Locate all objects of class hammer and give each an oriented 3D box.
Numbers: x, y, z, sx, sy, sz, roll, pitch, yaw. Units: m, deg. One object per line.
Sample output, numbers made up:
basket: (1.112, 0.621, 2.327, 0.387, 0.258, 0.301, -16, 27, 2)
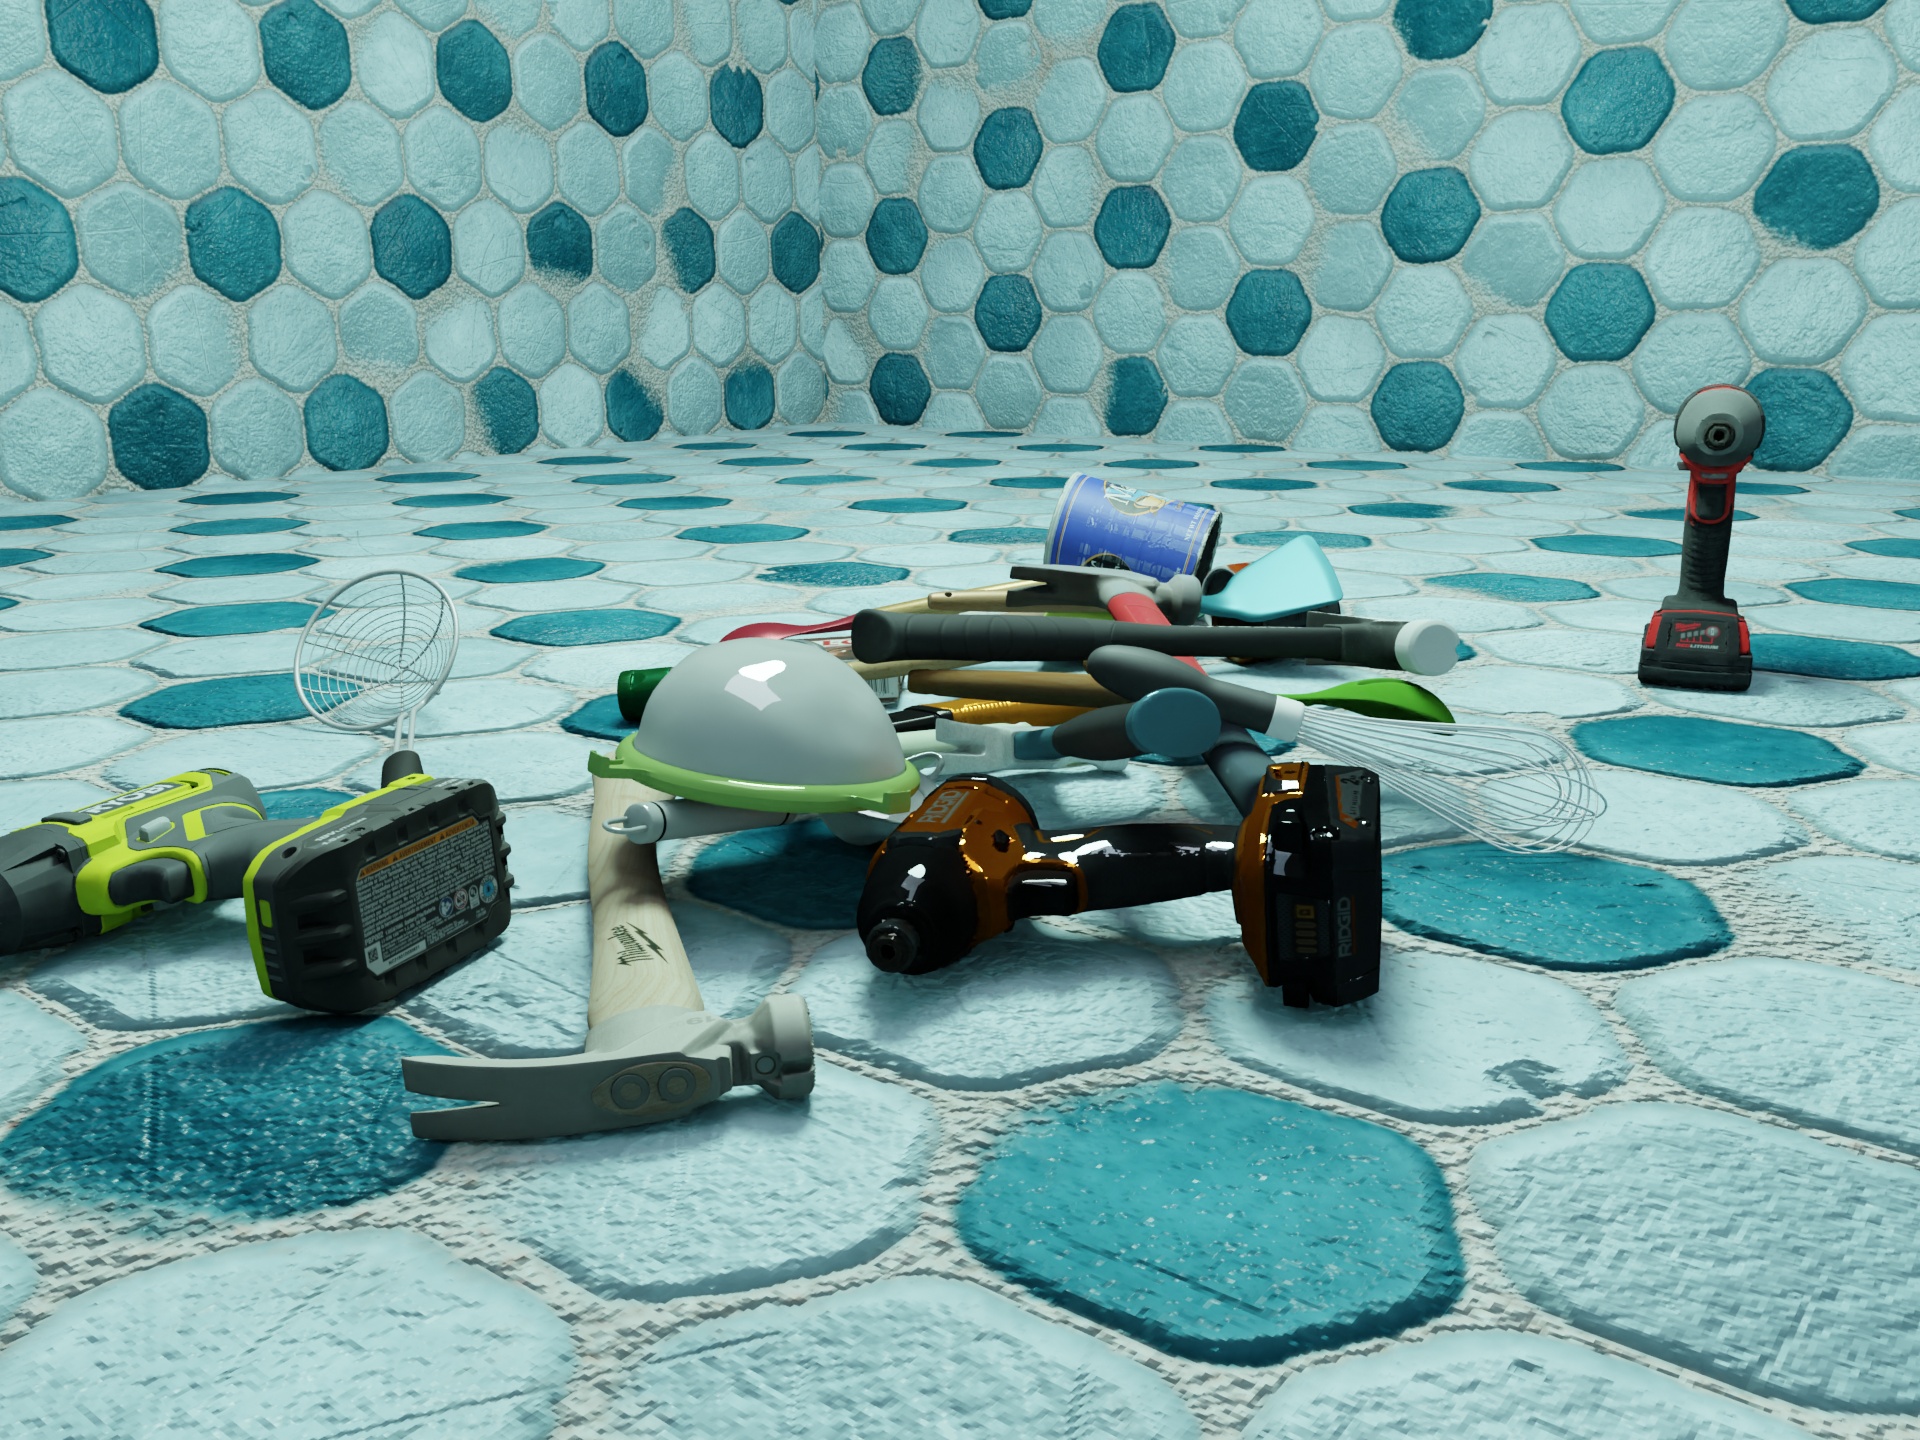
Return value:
hammer: (-0.002, -0.003, 1.075, 0.336, 0.034, 0.127, -6, 17, -19)
hammer: (-0.168, 0.082, 0.760, 0.146, 0.038, 0.411, -5, 15, -12)
hammer: (0.066, 0.009, 0.840, 0.128, 0.033, 0.331, 0, -3, -10)
hammer: (0.104, -0.047, 0.928, 0.334, 0.035, 0.146, 0, 5, -10)
hammer: (0.128, -0.023, 1.011, 0.143, 0.038, 0.387, 4, 23, -10)

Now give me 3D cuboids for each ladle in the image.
ladle: (0.023, -0.065, 1.203, 0.078, 0.062, 0.320, 2, 9, 40)
ladle: (-0.051, -0.084, 1.269, 0.315, 0.031, 0.069, -11, 9, 2)

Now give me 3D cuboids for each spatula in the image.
spatula: (0.131, -0.102, 1.220, 0.317, 0.044, 0.082, -2, 45, -13)

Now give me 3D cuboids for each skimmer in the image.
skimmer: (-0.376, -0.012, 1.016, 0.127, 0.090, 0.364, -36, 24, -5)

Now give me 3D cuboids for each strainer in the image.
strainer: (-0.088, -0.014, 0.837, 0.151, 0.069, 0.256, 7, 11, 2)
strainer: (-0.089, 0.045, 0.811, 0.087, 0.050, 0.258, 29, 16, 28)

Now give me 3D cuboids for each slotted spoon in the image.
slotted spoon: (0.127, -0.014, 0.900, 0.313, 0.031, 0.070, 3, -3, -4)

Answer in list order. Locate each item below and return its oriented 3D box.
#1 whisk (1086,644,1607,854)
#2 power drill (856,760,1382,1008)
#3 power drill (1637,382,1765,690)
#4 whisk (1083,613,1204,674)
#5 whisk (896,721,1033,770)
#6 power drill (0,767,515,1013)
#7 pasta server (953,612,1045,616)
whisk: (0.205, 0.009, 0.853, 0.284, 0.070, 0.070, 17, 17, 3)
power drill: (0.068, 0.073, 0.704, 0.226, 0.084, 0.164, -1, 15, 16)
power drill: (0.562, -0.140, 1.197, 0.078, 0.219, 0.143, 6, 16, 23)
whisk: (0.143, -0.059, 1.230, 0.051, 0.047, 0.245, -5, 9, 23)
whisk: (-0.052, 0.022, 0.963, 0.246, 0.059, 0.058, -6, -11, -35)
power drill: (-0.338, 0.073, 0.731, 0.223, 0.080, 0.171, 1, 15, 22)
pasta server: (0.049, -0.097, 1.415, 0.060, 0.040, 0.316, -1, 9, 45)
